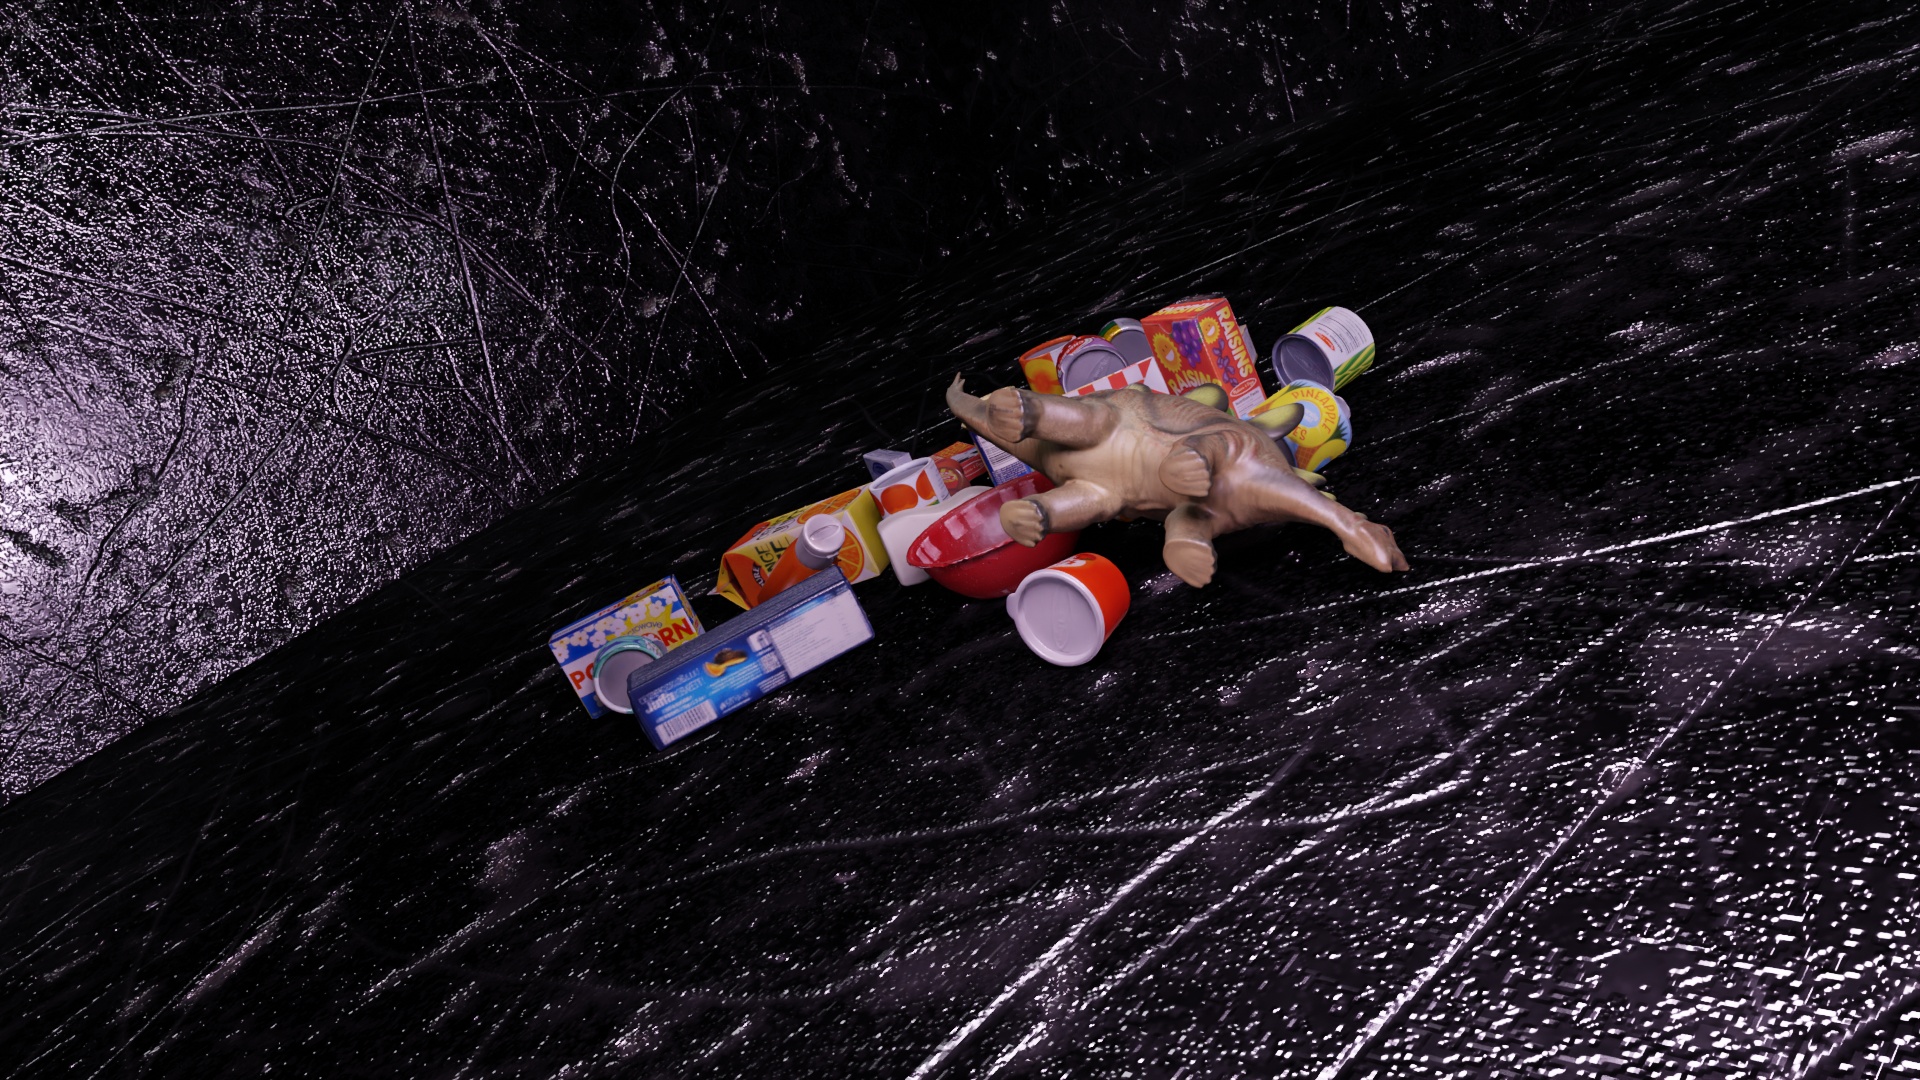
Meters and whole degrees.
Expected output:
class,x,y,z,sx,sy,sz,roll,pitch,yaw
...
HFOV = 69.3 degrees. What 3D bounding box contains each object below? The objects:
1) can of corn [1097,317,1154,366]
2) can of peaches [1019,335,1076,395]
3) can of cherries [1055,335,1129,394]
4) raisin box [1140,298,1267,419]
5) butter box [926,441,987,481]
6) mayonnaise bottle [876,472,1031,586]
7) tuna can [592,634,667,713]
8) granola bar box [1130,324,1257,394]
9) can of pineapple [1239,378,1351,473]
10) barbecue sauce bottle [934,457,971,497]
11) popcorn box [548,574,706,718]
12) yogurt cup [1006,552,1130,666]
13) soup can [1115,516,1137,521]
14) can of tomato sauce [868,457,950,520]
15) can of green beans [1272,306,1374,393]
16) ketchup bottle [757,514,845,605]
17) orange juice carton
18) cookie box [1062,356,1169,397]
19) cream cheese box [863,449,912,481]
class,x,y,z,sx,sy,sz,roll,pitch,yaw
can of corn,0.187,-0.211,1.561,0.071,0.071,0.058,-25,16,6
can of peaches,0.101,-0.178,1.472,0.071,0.058,0.071,-22,17,7
can of cherries,0.126,-0.164,1.344,0.071,0.071,0.058,-25,19,5
raisin box,0.211,-0.142,1.189,0.040,0.123,0.086,-31,17,-19
butter box,-0.004,-0.083,1.520,0.053,0.024,0.103,-29,16,-13
mayonnaise bottle,0.004,-0.015,1.227,0.148,0.064,0.041,-24,18,-6
tuna can,-0.294,0.119,1.247,0.071,0.071,0.033,-28,17,-8
granola bar box,0.206,-0.153,1.387,0.165,0.039,0.125,-17,19,28
can of pineapple,0.247,-0.079,1.034,0.058,0.071,0.071,-34,17,-22
barbecue sauce bottle,-0.017,-0.046,1.387,0.065,0.043,0.149,-24,15,10
popcorn box,-0.305,0.099,1.293,0.127,0.085,0.038,-26,16,-2
yogurt cup,0.077,0.043,0.922,0.072,0.072,0.054,-13,12,39
soup can,0.152,-0.064,1.134,0.084,0.071,0.071,-35,18,-28
can of tomato sauce,-0.040,-0.025,1.279,0.071,0.083,0.071,-24,15,7
can of green beans,0.313,-0.160,1.197,0.058,0.071,0.071,-33,17,-26
ketchup bottle,-0.136,0.025,1.231,0.065,0.043,0.148,-25,-15,-28
orange juice carton,-0.159,0.014,1.361,0.192,0.073,0.072,-18,17,27
cookie box,0.127,-0.105,1.236,0.123,0.040,0.167,-23,-10,8
cream cheese box,-0.074,-0.072,1.540,0.024,0.053,0.104,-29,16,-17
